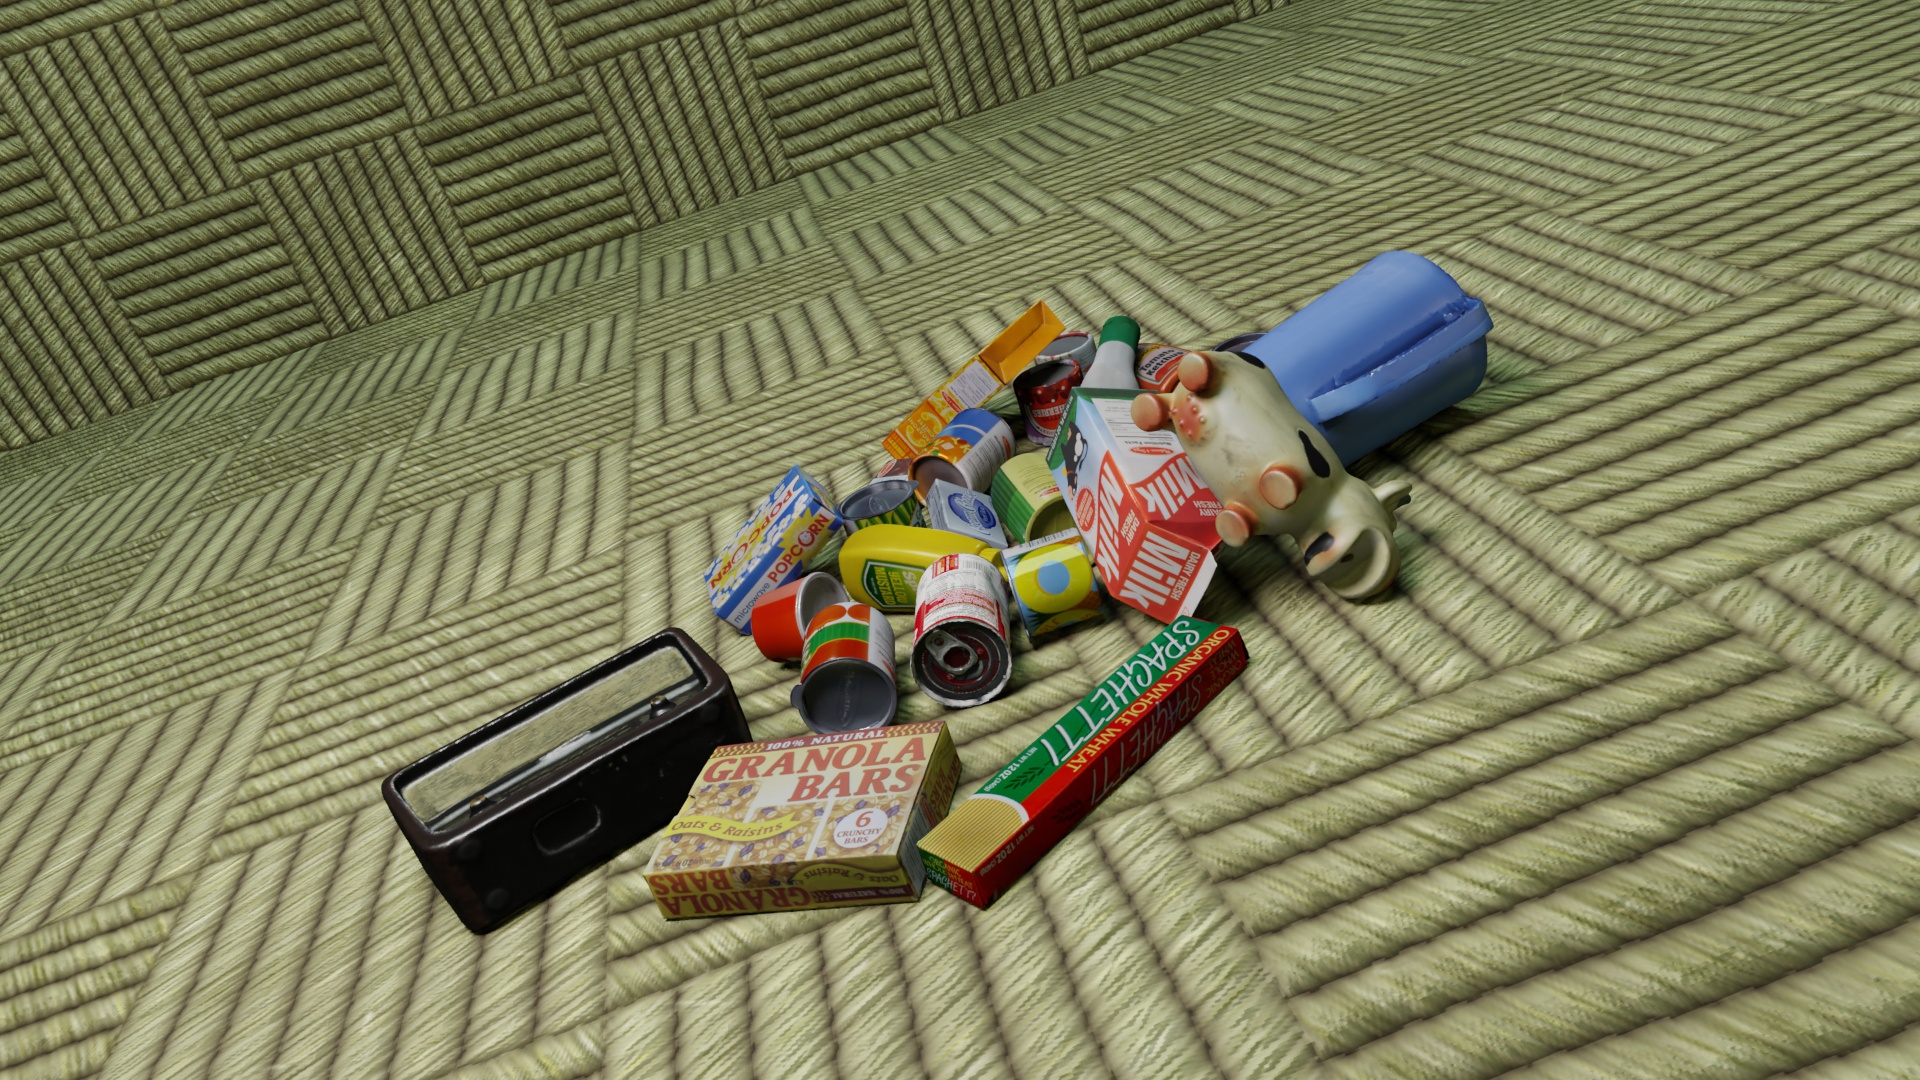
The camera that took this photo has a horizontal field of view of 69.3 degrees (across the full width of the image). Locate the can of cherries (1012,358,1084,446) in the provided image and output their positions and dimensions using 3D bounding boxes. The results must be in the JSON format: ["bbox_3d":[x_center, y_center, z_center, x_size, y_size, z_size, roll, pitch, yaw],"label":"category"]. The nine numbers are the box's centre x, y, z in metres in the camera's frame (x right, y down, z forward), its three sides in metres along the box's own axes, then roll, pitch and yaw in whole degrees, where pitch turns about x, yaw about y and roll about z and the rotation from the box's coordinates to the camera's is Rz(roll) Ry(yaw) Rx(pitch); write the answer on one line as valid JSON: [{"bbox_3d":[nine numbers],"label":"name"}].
[{"bbox_3d":[0.087,-0.129,1.292,0.071,0.058,0.072,-15,25,7],"label":"can of cherries"}]

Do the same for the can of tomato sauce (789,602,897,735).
[{"bbox_3d":[-0.079,0.090,0.960,0.071,0.071,0.083,-17,25,4],"label":"can of tomato sauce"}]

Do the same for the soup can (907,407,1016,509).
[{"bbox_3d":[-0.001,-0.069,1.223,0.071,0.071,0.084,0,31,34],"label":"soup can"}]

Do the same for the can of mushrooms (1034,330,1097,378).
[{"bbox_3d":[0.106,-0.188,1.426,0.071,0.033,0.071,-15,26,8],"label":"can of mushrooms"}]

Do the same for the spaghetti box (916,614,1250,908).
[{"bbox_3d":[0.080,0.123,0.831,0.251,0.028,0.050,-36,31,-31],"label":"spaghetti box"}]

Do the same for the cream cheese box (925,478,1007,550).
[{"bbox_3d":[0.004,-0.014,1.130,0.053,0.024,0.104,17,21,-15],"label":"cream cheese box"}]

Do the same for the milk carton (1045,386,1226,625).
[{"bbox_3d":[0.130,-0.023,0.975,0.073,0.072,0.191,0,42,-22],"label":"milk carton"}]

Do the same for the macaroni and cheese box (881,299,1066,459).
[{"bbox_3d":[0.011,-0.146,1.310,0.165,0.040,0.124,-37,7,45],"label":"macaroni and cheese box"}]

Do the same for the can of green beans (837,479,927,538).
[{"bbox_3d":[-0.062,-0.010,1.157,0.071,0.057,0.071,-15,25,8],"label":"can of green beans"}]

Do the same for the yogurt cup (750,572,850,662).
[{"bbox_3d":[-0.121,0.062,1.050,0.054,0.072,0.073,-13,25,30],"label":"yogurt cup"}]

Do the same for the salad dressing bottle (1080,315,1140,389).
[{"bbox_3d":[0.136,-0.144,1.257,0.064,0.044,0.148,-29,33,41],"label":"salad dressing bottle"}]

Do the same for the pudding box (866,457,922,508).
[{"bbox_3d":[-0.056,-0.045,1.253,0.049,0.030,0.084,-6,28,27],"label":"pudding box"}]

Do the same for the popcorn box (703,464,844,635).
[{"bbox_3d":[-0.156,0.007,1.147,0.126,0.038,0.085,-49,25,6],"label":"popcorn box"}]

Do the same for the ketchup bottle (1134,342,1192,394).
[{"bbox_3d":[0.179,-0.160,1.310,0.065,0.043,0.149,-34,27,-10],"label":"ketchup bottle"}]

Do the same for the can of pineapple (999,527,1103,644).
[{"bbox_3d":[0.065,0.032,0.983,0.058,0.070,0.071,-18,25,1],"label":"can of pineapple"}]

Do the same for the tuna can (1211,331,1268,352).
[{"bbox_3d":[0.266,-0.162,1.270,0.071,0.032,0.071,-15,26,8],"label":"tuna can"}]

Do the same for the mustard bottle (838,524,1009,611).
[{"bbox_3d":[-0.014,0.023,1.055,0.160,0.065,0.049,2,36,29],"label":"mustard bottle"}]

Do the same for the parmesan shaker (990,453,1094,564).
[{"bbox_3d":[0.070,-0.022,1.086,0.071,0.071,0.103,-21,25,-6],"label":"parmesan shaker"}]

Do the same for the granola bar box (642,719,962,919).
[{"bbox_3d":[-0.093,0.168,0.845,0.165,0.039,0.125,-9,27,18],"label":"granola bar box"}]
